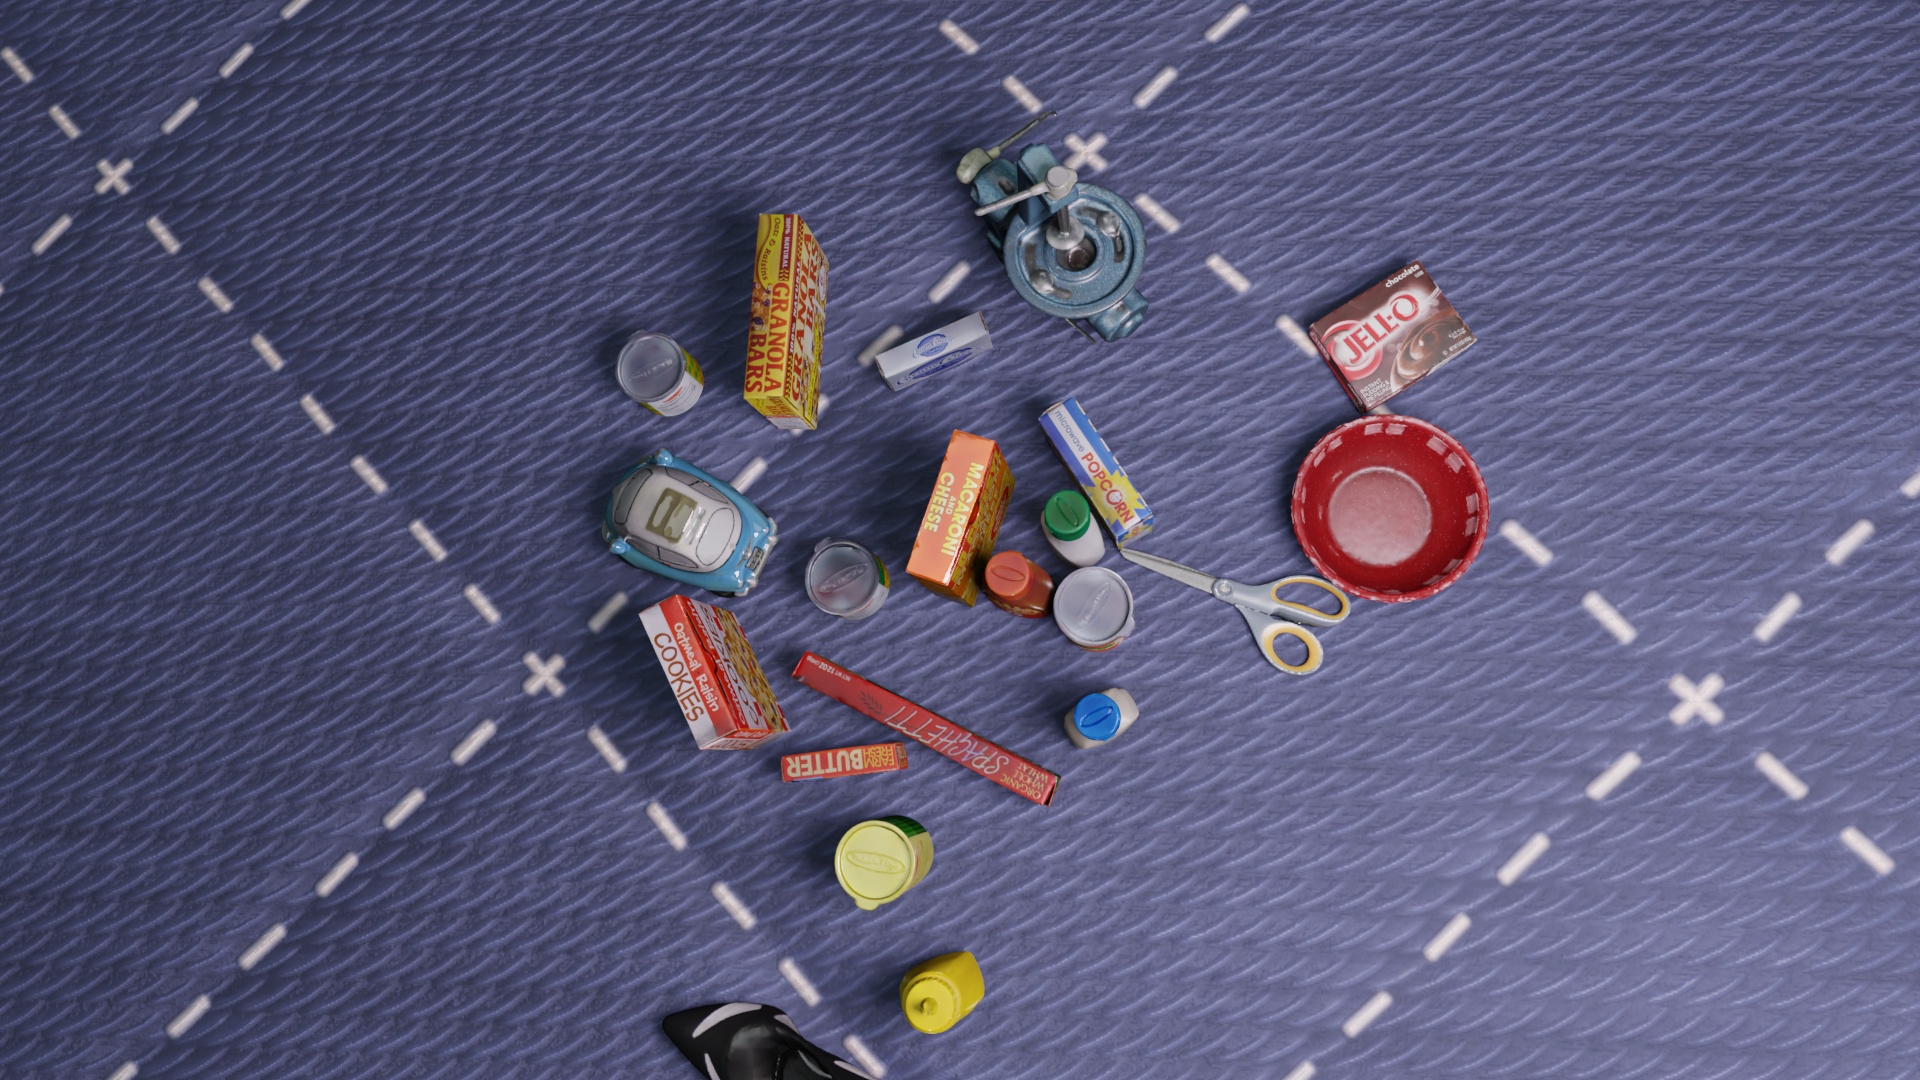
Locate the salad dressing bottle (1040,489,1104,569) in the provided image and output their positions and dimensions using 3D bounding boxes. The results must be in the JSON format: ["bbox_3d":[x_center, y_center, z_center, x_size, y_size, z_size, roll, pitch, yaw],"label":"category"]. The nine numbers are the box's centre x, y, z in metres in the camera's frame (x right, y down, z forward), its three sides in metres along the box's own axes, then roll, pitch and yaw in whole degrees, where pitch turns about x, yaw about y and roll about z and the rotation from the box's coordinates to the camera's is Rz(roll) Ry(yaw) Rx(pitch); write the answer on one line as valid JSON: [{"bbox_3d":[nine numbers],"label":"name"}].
[{"bbox_3d":[0.093,-0.011,1.172,0.044,0.147,0.064,-36,79,1],"label":"salad dressing bottle"}]

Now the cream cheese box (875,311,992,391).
[{"bbox_3d":[-0.023,-0.171,1.260,0.104,0.053,0.024,-23,79,3],"label":"cream cheese box"}]

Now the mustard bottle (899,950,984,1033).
[{"bbox_3d":[-0.019,0.367,1.118,0.065,0.160,0.049,-20,80,4],"label":"mustard bottle"}]

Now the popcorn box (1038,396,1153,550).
[{"bbox_3d":[0.118,-0.057,1.209,0.038,0.085,0.127,-33,79,1],"label":"popcorn box"}]

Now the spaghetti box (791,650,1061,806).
[{"bbox_3d":[-0.028,0.163,1.209,0.250,0.050,0.029,25,85,10],"label":"spaghetti box"}]

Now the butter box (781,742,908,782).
[{"bbox_3d":[-0.100,0.194,1.211,0.103,0.053,0.024,-8,81,6],"label":"butter box"}]

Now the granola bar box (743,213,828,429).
[{"bbox_3d":[-0.153,-0.193,1.244,0.039,0.124,0.165,2,81,8],"label":"granola bar box"}]

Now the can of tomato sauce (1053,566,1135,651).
[{"bbox_3d":[0.117,0.061,1.191,0.071,0.083,0.071,-1,81,7],"label":"can of tomato sauce"}]

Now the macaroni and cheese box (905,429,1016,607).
[{"bbox_3d":[0.004,-0.015,1.174,0.040,0.166,0.124,18,84,9],"label":"macaroni and cheese box"}]

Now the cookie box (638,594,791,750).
[{"bbox_3d":[-0.204,0.114,1.178,0.040,0.167,0.123,-28,79,2],"label":"cookie box"}]

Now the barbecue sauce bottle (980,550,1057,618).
[{"bbox_3d":[0.046,0.036,1.170,0.065,0.148,0.043,17,84,9],"label":"barbecue sauce bottle"}]

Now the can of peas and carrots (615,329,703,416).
[{"bbox_3d":[-0.279,-0.155,1.287,0.071,0.058,0.071,-1,81,7],"label":"can of peas and carrots"}]

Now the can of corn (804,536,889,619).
[{"bbox_3d":[-0.101,0.034,1.234,0.071,0.058,0.071,-1,81,7],"label":"can of corn"}]

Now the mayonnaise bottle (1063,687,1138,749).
[{"bbox_3d":[0.115,0.146,1.144,0.065,0.148,0.041,-31,79,2],"label":"mayonnaise bottle"}]

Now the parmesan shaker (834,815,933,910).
[{"bbox_3d":[-0.063,0.269,1.169,0.071,0.103,0.071,-1,81,7],"label":"parmesan shaker"}]
